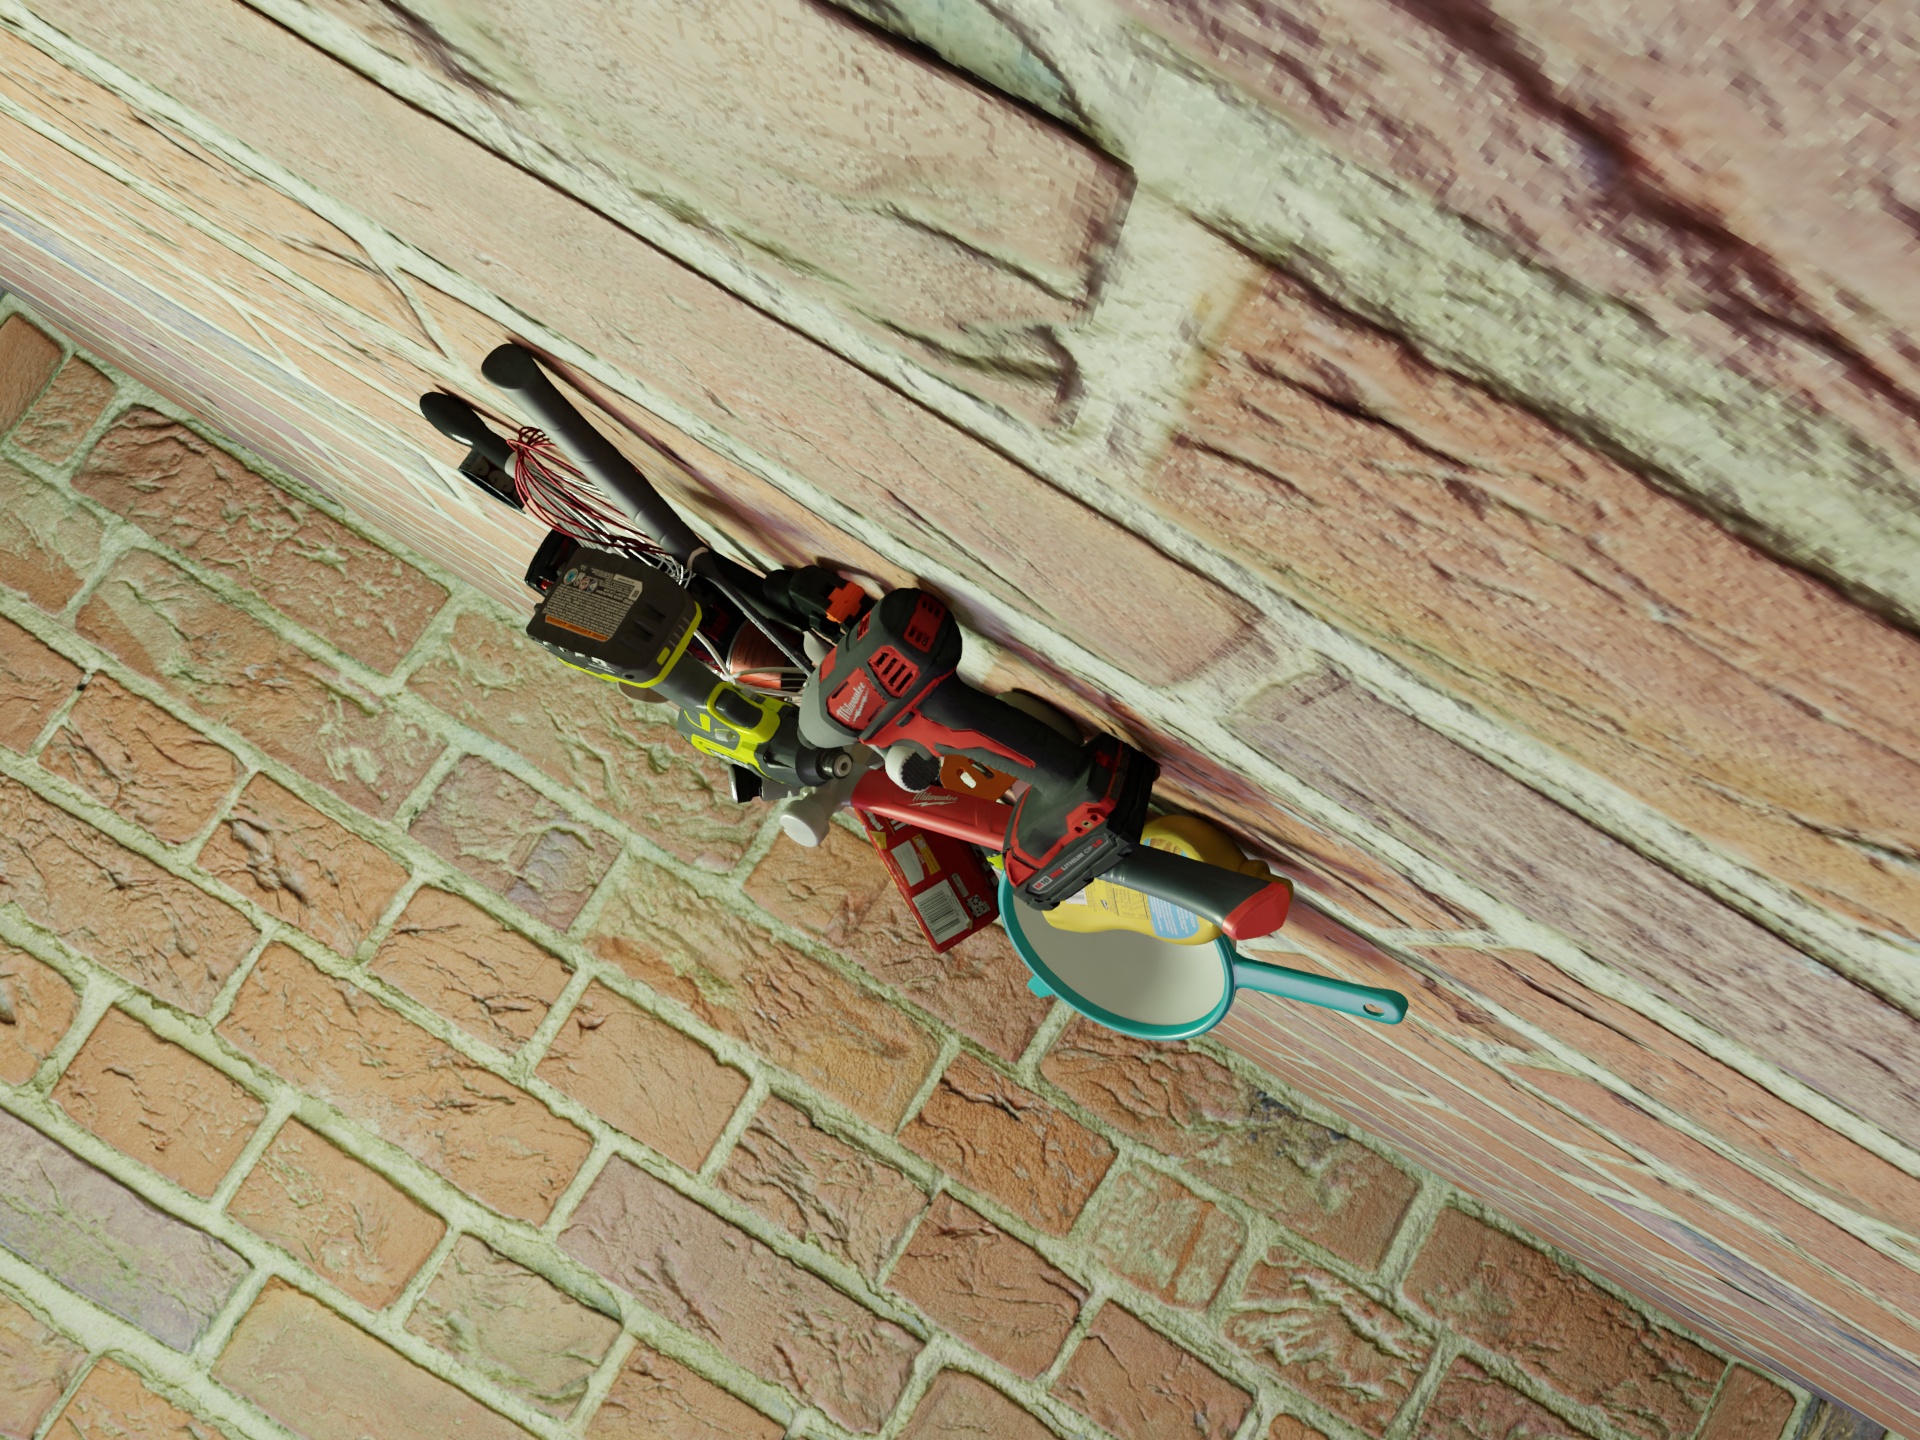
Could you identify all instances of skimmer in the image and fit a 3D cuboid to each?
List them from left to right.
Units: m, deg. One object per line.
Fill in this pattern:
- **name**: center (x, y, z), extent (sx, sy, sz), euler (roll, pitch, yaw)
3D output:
- **skimmer**: center (-0.219, -0.117, 1.303), extent (0.363, 0.090, 0.127), euler (44, 170, 2)

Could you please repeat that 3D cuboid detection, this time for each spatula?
- **spatula**: center (-0.008, 0.030, 1.384), extent (0.041, 0.081, 0.323), euler (45, 174, -10)

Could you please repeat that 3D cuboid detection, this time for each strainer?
- **strainer**: center (0.197, 0.164, 1.266), extent (0.340, 0.095, 0.210), euler (11, 130, 30)

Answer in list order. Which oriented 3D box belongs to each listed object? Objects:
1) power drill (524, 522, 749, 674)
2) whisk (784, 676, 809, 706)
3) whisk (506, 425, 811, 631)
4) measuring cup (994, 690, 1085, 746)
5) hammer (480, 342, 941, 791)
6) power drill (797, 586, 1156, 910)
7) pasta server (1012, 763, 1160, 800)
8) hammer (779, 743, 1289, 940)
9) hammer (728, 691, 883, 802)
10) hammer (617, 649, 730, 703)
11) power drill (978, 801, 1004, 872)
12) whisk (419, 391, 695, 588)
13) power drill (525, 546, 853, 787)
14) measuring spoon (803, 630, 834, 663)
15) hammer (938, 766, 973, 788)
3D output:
- **power drill**: center (-0.305, -0.124, 1.460), extent (0.227, 0.080, 0.187), euler (20, 166, 42)
- **whisk**: center (-0.128, -0.029, 1.495), extent (0.055, 0.055, 0.239), euler (35, 166, -20)
- **whisk**: center (-0.209, -0.130, 1.158), extent (0.073, 0.073, 0.295), euler (23, 174, 45)
- **measuring cup**: center (0.028, 0.001, 1.131), extent (0.083, 0.038, 0.168), euler (37, 172, -31)
- **hammer**: center (-0.168, -0.100, 1.084), extent (0.408, 0.036, 0.149), euler (47, 173, -34)
- **power drill**: center (0.004, 0.021, 1.011), extent (0.219, 0.079, 0.143), euler (35, 133, -15)
- **pasta server**: center (0.094, 0.045, 1.197), extent (0.060, 0.040, 0.316), euler (33, 167, -7)
- **hammer**: center (0.057, 0.071, 1.138), extent (0.386, 0.143, 0.038), euler (14, 142, 32)
- **hammer**: center (-0.164, -0.012, 1.431), extent (0.127, 0.034, 0.337), euler (-7, -157, -13)
- **hammer**: center (-0.307, -0.055, 1.588), extent (0.146, 0.038, 0.411), euler (14, -175, -5)
- **power drill**: center (0.099, 0.154, 1.625), extent (0.229, 0.080, 0.190), euler (28, 172, 38)
- **whisk**: center (-0.322, -0.183, 1.253), extent (0.285, 0.070, 0.070), euler (34, 172, 15)
- **power drill**: center (-0.186, -0.026, 1.147), extent (0.171, 0.080, 0.223), euler (18, 164, 42)
- **measuring spoon**: center (-0.144, -0.079, 1.335), extent (0.034, 0.018, 0.124), euler (24, 168, 41)
- **hammer**: center (0.052, 0.115, 1.528), extent (0.406, 0.035, 0.144), euler (33, 130, 28)
